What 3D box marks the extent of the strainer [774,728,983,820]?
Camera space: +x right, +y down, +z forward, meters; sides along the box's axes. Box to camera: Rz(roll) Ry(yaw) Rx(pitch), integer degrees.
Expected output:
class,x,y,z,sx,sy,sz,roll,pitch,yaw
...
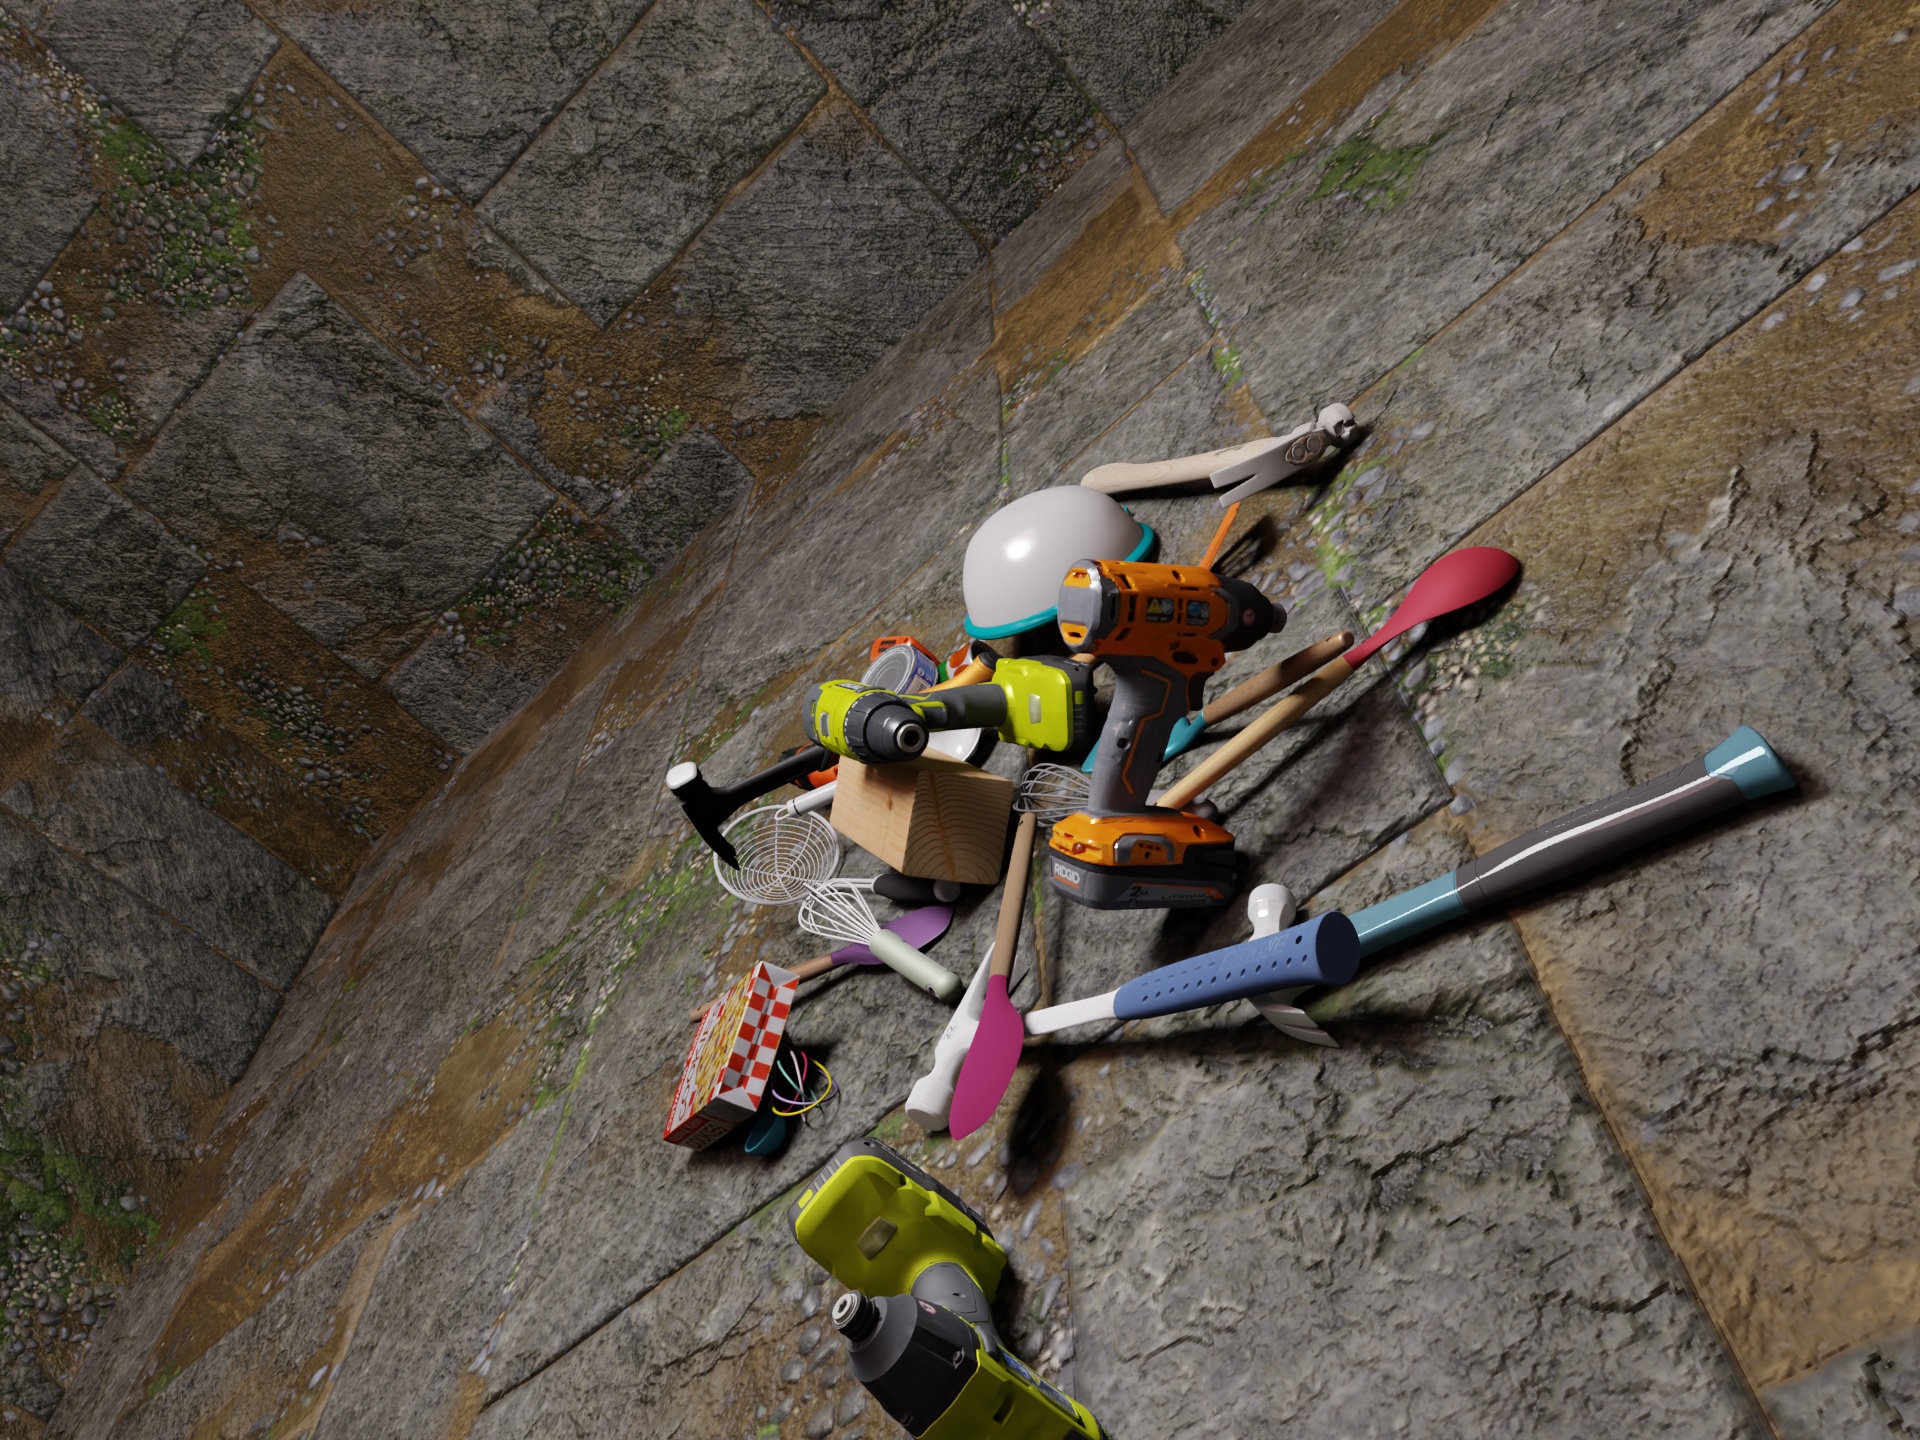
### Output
class,x,y,z,sx,sy,sz,roll,pitch,yaw
strainer,-0.070,0.047,1.560,0.258,0.050,0.087,-23,46,14

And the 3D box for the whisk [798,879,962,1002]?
class,x,y,z,sx,sy,sz,roll,pitch,yaw
whisk,-0.069,0.184,1.341,0.059,0.057,0.246,-42,32,-17

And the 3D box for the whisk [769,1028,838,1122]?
class,x,y,z,sx,sy,sz,roll,pitch,yaw
whisk,-0.157,0.288,1.374,0.047,0.051,0.245,-55,19,-3

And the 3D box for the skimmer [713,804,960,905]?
class,x,y,z,sx,sy,sz,roll,pitch,yaw
skimmer,-0.117,0.129,1.498,0.127,0.090,0.363,-37,15,-28

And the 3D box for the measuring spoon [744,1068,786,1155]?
class,x,y,z,sx,sy,sz,roll,pitch,yaw
measuring spoon,-0.159,0.330,1.345,0.042,0.021,0.129,-48,12,8

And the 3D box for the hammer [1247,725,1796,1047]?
class,x,y,z,sx,sy,sz,roll,pitch,yaw
hammer,0.291,0.087,0.879,0.331,0.033,0.128,-32,25,34

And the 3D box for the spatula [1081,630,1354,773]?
class,x,y,z,sx,sy,sz,roll,pitch,yaw
spatula,0.190,-0.017,1.184,0.082,0.044,0.317,-52,7,-26

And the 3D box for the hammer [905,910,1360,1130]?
class,x,y,z,sx,sy,sz,roll,pitch,yaw
hammer,0.101,0.177,1.025,0.405,0.035,0.144,-29,26,53

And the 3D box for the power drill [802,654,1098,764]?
class,x,y,z,sx,sy,sz,roll,pitch,yaw
power drill,-0.002,-0.004,1.343,0.191,0.228,0.080,-165,71,-65

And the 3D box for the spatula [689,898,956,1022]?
class,x,y,z,sx,sy,sz,roll,pitch,yaw
spatula,-0.131,0.224,1.429,0.316,0.018,0.060,-25,26,31

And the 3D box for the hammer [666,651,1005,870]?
class,x,y,z,sx,sy,sz,roll,pitch,yaw
hammer,-0.103,0.028,1.516,0.337,0.127,0.034,-25,39,2

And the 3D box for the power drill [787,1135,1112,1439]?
class,x,y,z,sx,sy,sz,roll,pitch,yaw
power drill,-0.019,0.324,0.874,0.080,0.171,0.223,-49,18,-3

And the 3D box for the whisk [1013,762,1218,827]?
class,x,y,z,sx,sy,sz,roll,pitch,yaw
whisk,0.118,0.064,1.239,0.239,0.055,0.055,3,53,57

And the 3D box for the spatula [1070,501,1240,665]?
class,x,y,z,sx,sy,sz,roll,pitch,yaw
spatula,0.144,-0.089,1.456,0.322,0.041,0.081,-38,10,27

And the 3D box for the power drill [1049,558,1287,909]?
class,x,y,z,sx,sy,sz,roll,pitch,yaw
power drill,0.143,0.008,1.074,0.084,0.164,0.226,-163,75,-66

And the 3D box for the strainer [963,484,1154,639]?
class,x,y,z,sx,sy,sz,roll,pitch,yaw
strainer,0.082,-0.153,1.518,0.211,0.095,0.340,-28,17,7

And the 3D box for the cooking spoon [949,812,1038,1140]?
class,x,y,z,sx,sy,sz,roll,pitch,yaw
cooking spoon,0.031,0.169,1.136,0.068,0.017,0.319,-42,18,32

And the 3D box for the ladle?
class,x,y,z,sx,sy,sz,roll,pitch,yaw
ladle,0.252,-0.023,1.118,0.315,0.031,0.069,-39,19,11

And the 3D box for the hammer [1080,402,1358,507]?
class,x,y,z,sx,sy,sz,roll,pitch,yaw
hammer,0.211,-0.240,1.547,0.146,0.038,0.411,-29,13,-17
